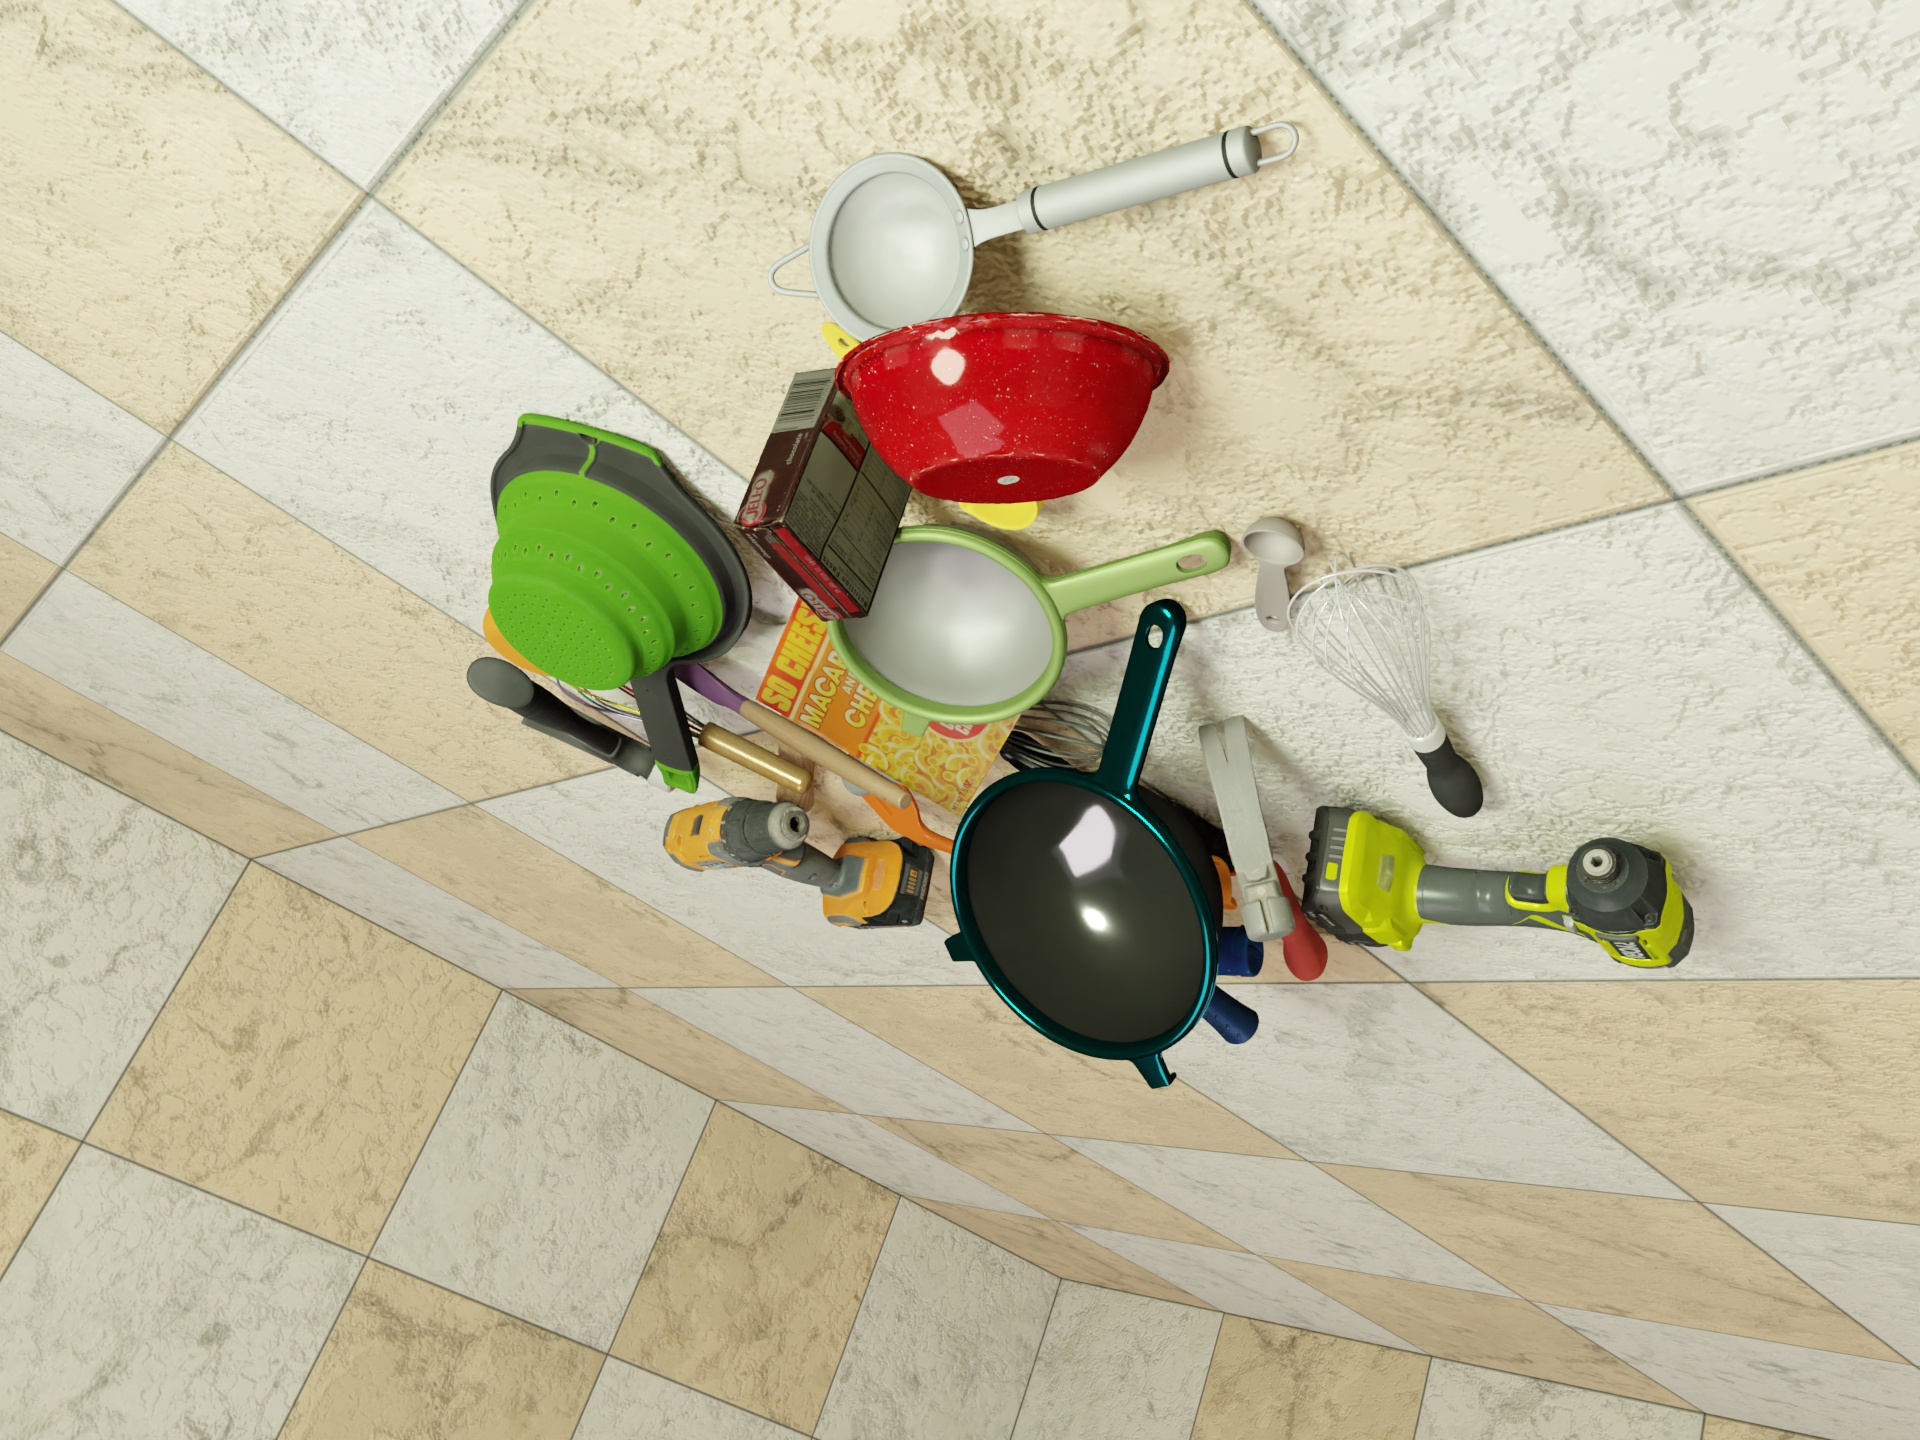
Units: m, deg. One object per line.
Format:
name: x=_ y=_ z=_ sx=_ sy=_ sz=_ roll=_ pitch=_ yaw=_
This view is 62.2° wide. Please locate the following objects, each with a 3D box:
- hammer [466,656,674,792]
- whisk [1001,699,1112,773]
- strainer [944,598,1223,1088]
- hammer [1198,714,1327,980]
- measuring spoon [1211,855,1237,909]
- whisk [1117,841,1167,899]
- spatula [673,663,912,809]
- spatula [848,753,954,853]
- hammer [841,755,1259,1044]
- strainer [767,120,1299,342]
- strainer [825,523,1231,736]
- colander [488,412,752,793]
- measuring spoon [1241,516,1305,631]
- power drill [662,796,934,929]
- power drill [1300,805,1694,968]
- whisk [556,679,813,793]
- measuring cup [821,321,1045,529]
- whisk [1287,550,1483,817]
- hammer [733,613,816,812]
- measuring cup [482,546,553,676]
hammer: x=-0.324 y=-0.004 z=1.273 sx=0.146 sy=0.035 sz=0.334 roll=25 pitch=173 yaw=7
whisk: x=-0.002 y=-0.003 z=1.134 sx=0.239 sy=0.055 sz=0.055 roll=14 pitch=154 yaw=9
strainer: x=0.114 y=0.064 z=1.063 sx=0.211 sy=0.095 sz=0.340 roll=29 pitch=123 yaw=27
hammer: x=0.234 y=0.123 z=1.179 sx=0.037 sy=0.149 sz=0.358 roll=-15 pitch=156 yaw=13
measuring spoon: x=0.200 y=0.123 z=1.222 sx=0.021 sy=0.011 sz=0.116 roll=6 pitch=156 yaw=17
whisk: x=0.171 y=0.141 z=1.237 sx=0.058 sy=0.059 sz=0.246 roll=-20 pitch=152 yaw=11
spatula: x=-0.146 y=-0.002 z=1.200 sx=0.316 sy=0.018 sz=0.059 roll=28 pitch=154 yaw=39
spatula: x=0.039 y=0.121 z=1.343 sx=0.322 sy=0.041 sz=0.081 roll=30 pitch=148 yaw=-6
hammer: x=0.092 y=0.140 z=1.273 sx=0.405 sy=0.035 sz=0.144 roll=38 pitch=153 yaw=-19
strainer: x=0.028 y=-0.220 z=0.698 sx=0.258 sy=0.050 sz=0.087 roll=-4 pitch=102 yaw=35
strainer: x=0.042 y=-0.085 z=0.954 sx=0.256 sy=0.069 sz=0.151 roll=-14 pitch=126 yaw=26
colander: x=-0.251 y=-0.039 z=1.155 sx=0.204 sy=0.094 sz=0.396 roll=17 pitch=145 yaw=15
measuring spoon: x=0.177 y=-0.082 z=0.894 sx=0.034 sy=0.018 sz=0.124 roll=14 pitch=161 yaw=16
power drill: x=-0.131 y=0.123 z=1.435 sx=0.226 sy=0.084 sz=0.185 roll=23 pitch=159 yaw=-33
power drill: x=0.347 y=0.108 z=1.040 sx=0.223 sy=0.080 sz=0.171 roll=1 pitch=161 yaw=34
whisk: x=-0.230 y=-0.001 z=1.324 sx=0.245 sy=0.051 sz=0.047 roll=25 pitch=180 yaw=12
measuring cup: x=-0.012 y=-0.167 z=0.869 sx=0.156 sy=0.029 sz=0.062 roll=43 pitch=151 yaw=-15
whisk: x=0.260 y=-0.009 z=0.926 sx=0.070 sy=0.070 sz=0.284 roll=4 pitch=154 yaw=34
hammer: x=-0.131 y=0.009 z=1.308 sx=0.130 sy=0.031 sz=0.331 roll=21 pitch=156 yaw=3
measuring cup: x=-0.333 y=-0.087 z=1.250 sx=0.095 sy=0.052 sz=0.173 roll=24 pitch=158 yaw=-4
